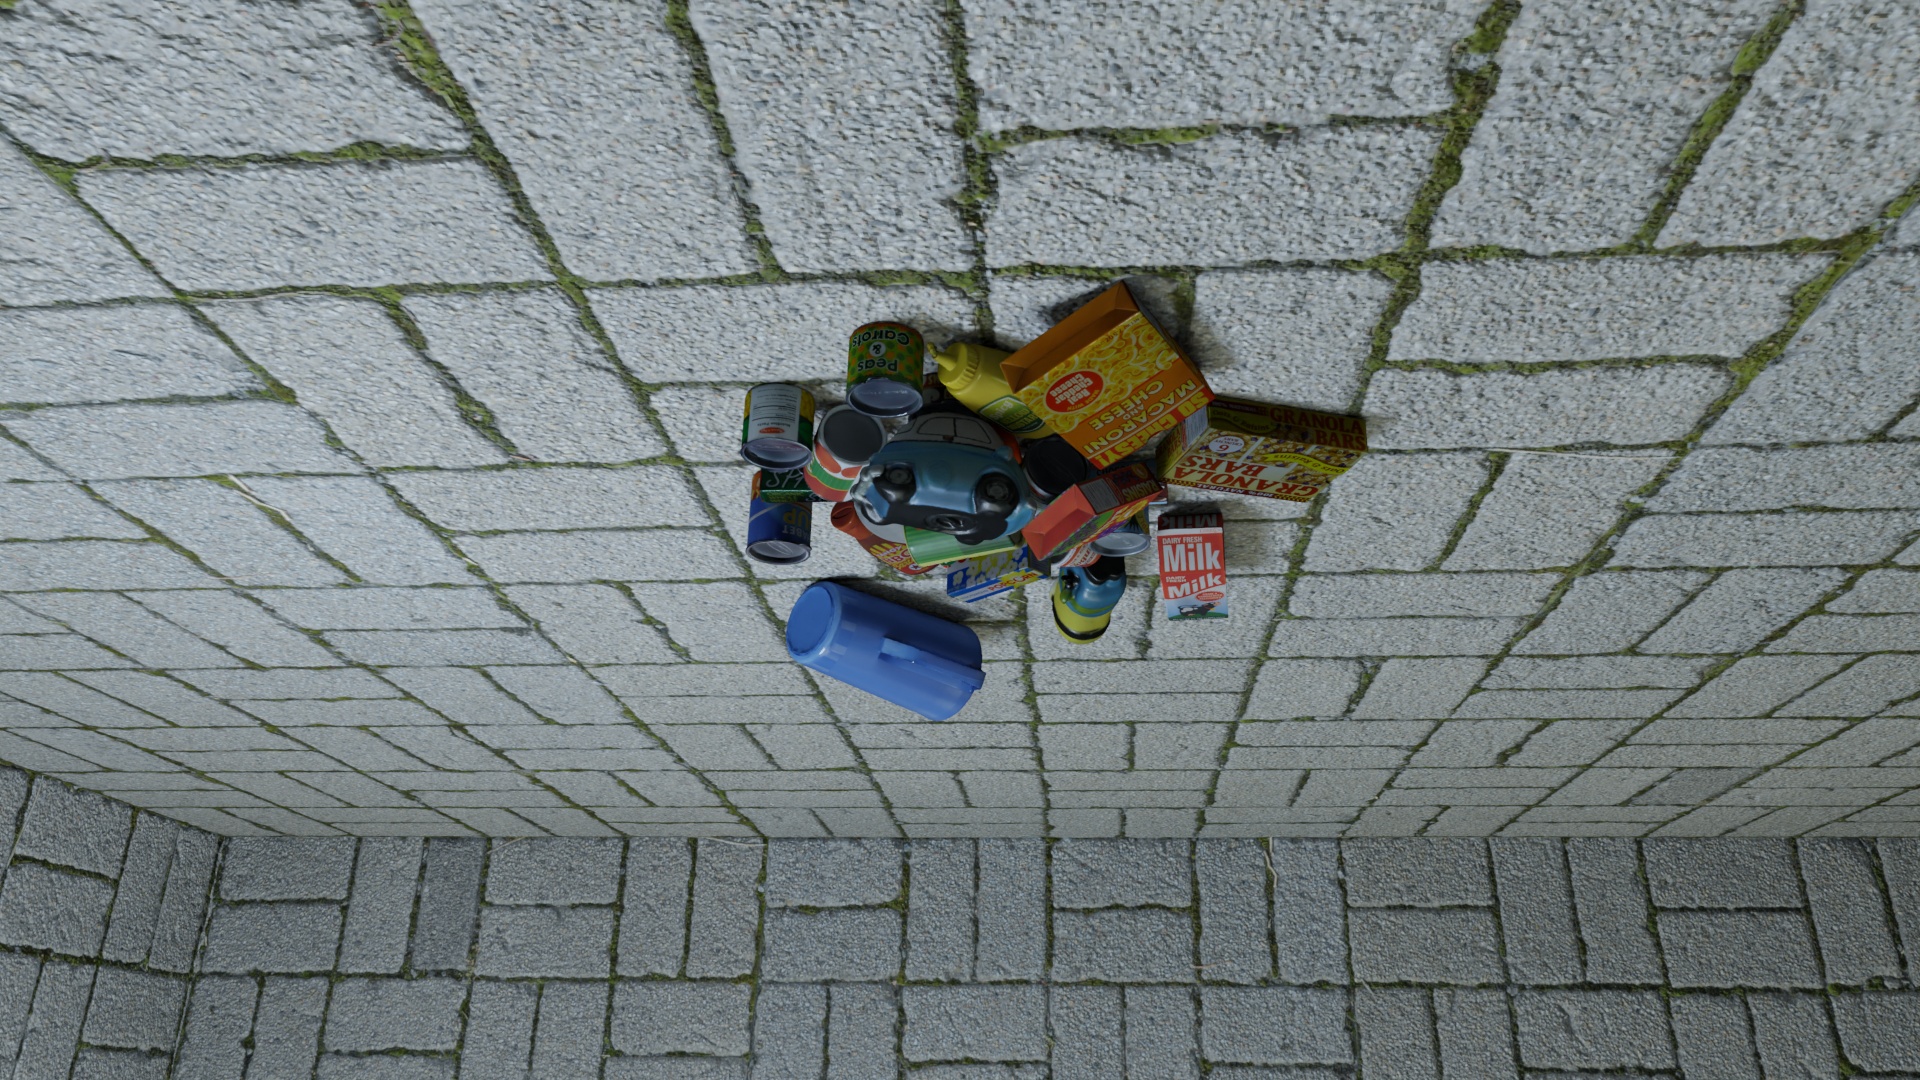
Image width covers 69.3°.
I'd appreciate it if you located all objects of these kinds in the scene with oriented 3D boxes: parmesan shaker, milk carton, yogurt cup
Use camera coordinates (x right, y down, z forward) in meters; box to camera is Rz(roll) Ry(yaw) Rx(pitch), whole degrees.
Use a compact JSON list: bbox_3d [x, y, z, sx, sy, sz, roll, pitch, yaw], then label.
[{"bbox_3d":[0.005,-0.017,1.350,0.103,0.071,0.071,-12,154,20],"label":"parmesan shaker"},{"bbox_3d":[0.261,0.024,1.555,0.072,0.074,0.190,-4,156,11],"label":"milk carton"},{"bbox_3d":[0.120,-0.002,1.514,0.054,0.072,0.072,11,156,-42],"label":"yogurt cup"}]

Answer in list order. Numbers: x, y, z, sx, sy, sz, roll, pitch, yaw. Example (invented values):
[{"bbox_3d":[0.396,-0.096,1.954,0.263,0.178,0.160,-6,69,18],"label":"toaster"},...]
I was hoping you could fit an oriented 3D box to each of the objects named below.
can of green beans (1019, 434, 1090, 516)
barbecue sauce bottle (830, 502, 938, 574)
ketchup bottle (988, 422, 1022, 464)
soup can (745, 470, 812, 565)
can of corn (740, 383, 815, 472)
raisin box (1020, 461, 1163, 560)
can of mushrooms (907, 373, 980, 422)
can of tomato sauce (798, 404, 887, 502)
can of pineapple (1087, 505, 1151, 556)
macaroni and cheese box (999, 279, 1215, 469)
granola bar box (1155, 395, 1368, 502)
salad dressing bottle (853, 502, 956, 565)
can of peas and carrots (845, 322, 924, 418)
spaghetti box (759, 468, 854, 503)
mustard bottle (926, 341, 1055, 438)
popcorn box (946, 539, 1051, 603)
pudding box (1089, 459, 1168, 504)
[{"bbox_3d":[0.088,-0.063,1.365,0.071,0.071,0.057,6,157,-12],"label":"can of green beans"},{"bbox_3d":[-0.083,-0.006,1.535,0.064,0.044,0.148,-22,148,30],"label":"barbecue sauce bottle"},{"bbox_3d":[-0.016,-0.066,1.322,0.149,0.043,0.064,-24,163,-1],"label":"ketchup bottle"},{"bbox_3d":[-0.184,-0.025,1.442,0.071,0.084,0.071,1,157,0],"label":"soup can"},{"bbox_3d":[-0.169,-0.104,1.287,0.071,0.058,0.071,1,157,0],"label":"can of corn"},{"bbox_3d":[0.128,-0.029,1.339,0.124,0.040,0.085,-19,162,-50],"label":"raisin box"},{"bbox_3d":[-0.014,-0.124,1.265,0.071,0.033,0.070,1,157,1],"label":"can of mushrooms"},{"bbox_3d":[-0.112,-0.084,1.324,0.071,0.071,0.082,7,155,-15],"label":"can of tomato sauce"},{"bbox_3d":[0.169,-0.021,1.470,0.071,0.058,0.070,1,157,0],"label":"can of pineapple"},{"bbox_3d":[0.128,-0.134,1.176,0.123,0.040,0.166,-33,146,17],"label":"macaroni and cheese box"},{"bbox_3d":[0.288,-0.085,1.339,0.166,0.039,0.123,7,157,-14],"label":"granola bar box"},{"bbox_3d":[-0.053,-0.018,1.484,0.064,0.044,0.147,-34,139,17],"label":"salad dressing bottle"},{"bbox_3d":[-0.064,-0.146,1.183,0.071,0.059,0.070,1,156,0],"label":"can of peas and carrots"},{"bbox_3d":[-0.077,-0.065,1.387,0.250,0.050,0.028,0,155,3],"label":"spaghetti box"},{"bbox_3d":[0.027,-0.137,1.213,0.160,0.049,0.065,21,145,-40],"label":"mustard bottle"},{"bbox_3d":[0.041,0.011,1.517,0.038,0.085,0.126,23,149,-40],"label":"popcorn box"},{"bbox_3d":[0.170,-0.058,1.420,0.084,0.030,0.049,-4,155,11],"label":"pudding box"}]
